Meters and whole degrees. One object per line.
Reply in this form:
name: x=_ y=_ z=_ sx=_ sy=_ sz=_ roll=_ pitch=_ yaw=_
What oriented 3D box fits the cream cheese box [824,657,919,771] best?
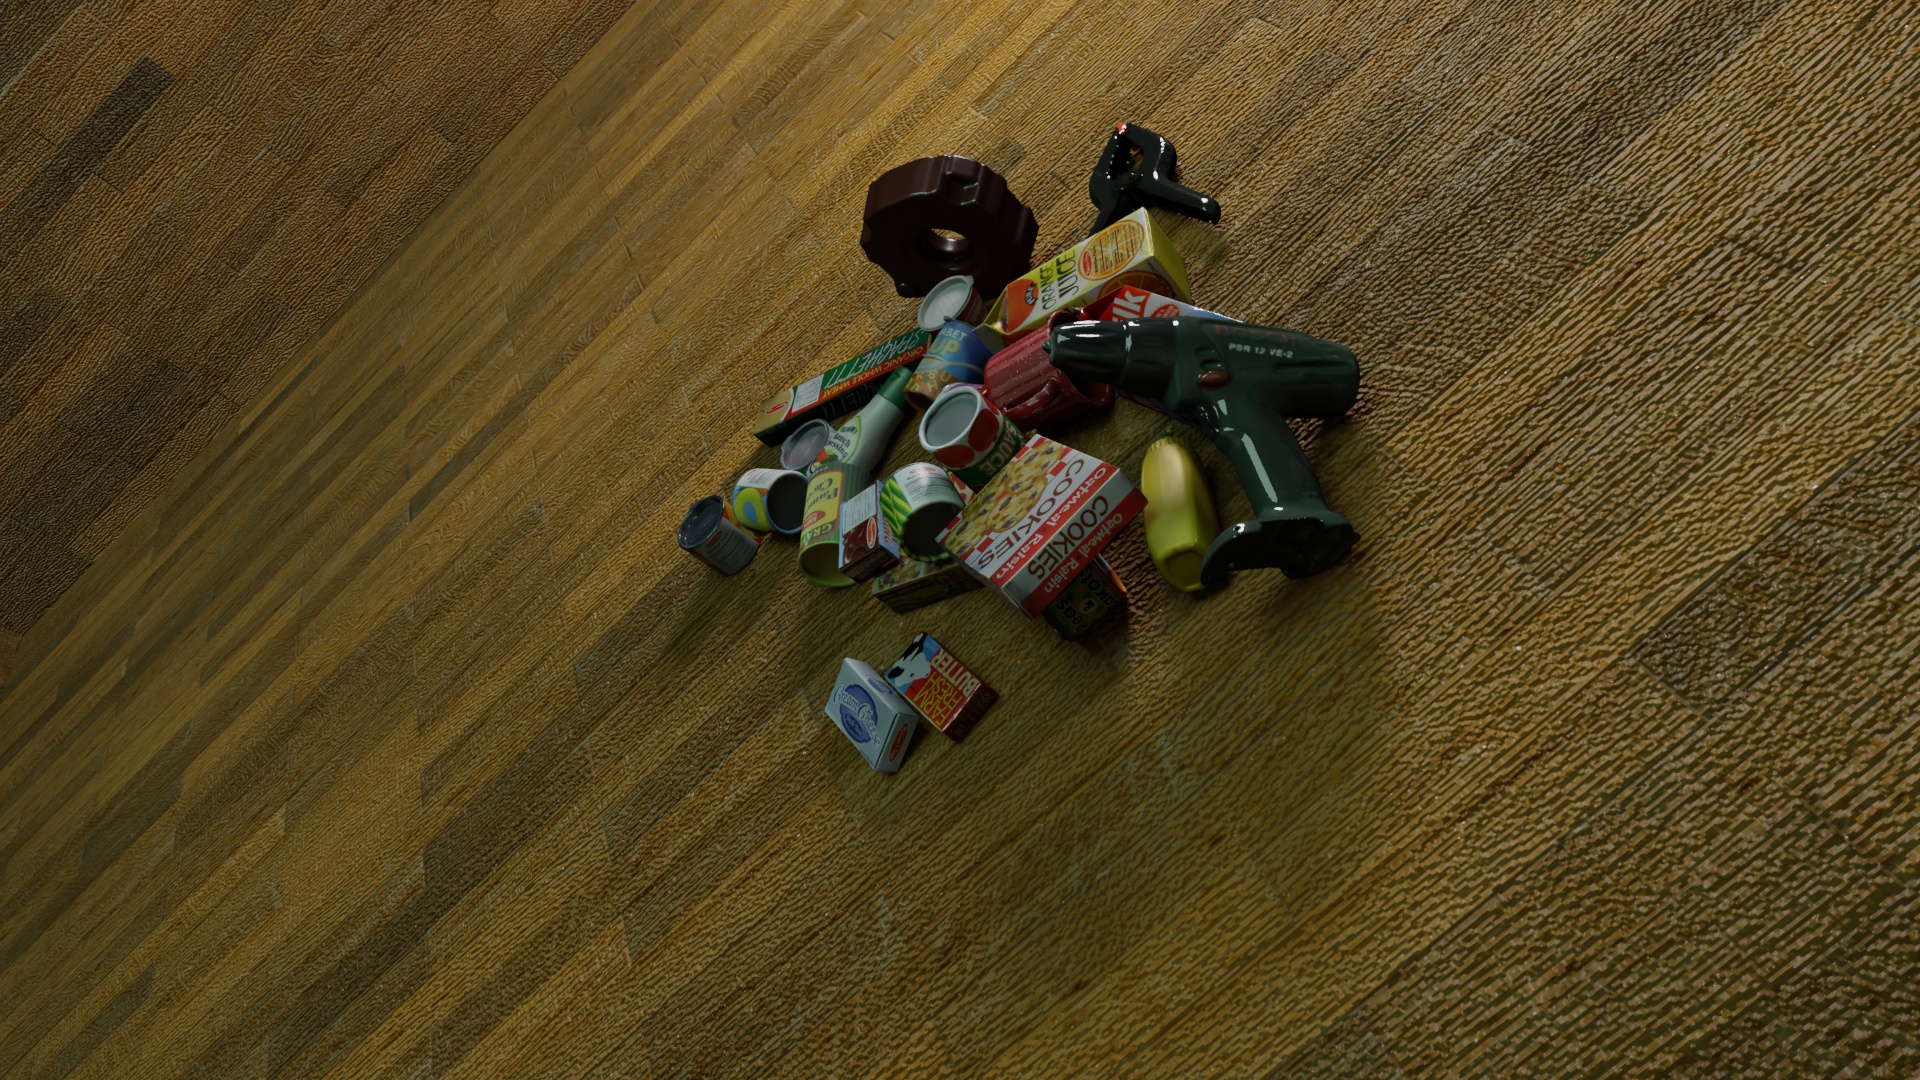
cream cheese box: x=-0.076 y=0.144 z=1.157 sx=0.104 sy=0.024 sz=0.053 roll=38 pitch=109 yaw=53

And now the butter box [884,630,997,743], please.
butter box: x=-0.017 y=0.119 z=1.135 sx=0.053 sy=0.024 sz=0.104 roll=-51 pitch=37 yaw=-3

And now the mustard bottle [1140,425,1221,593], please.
mustard bottle: x=0.166 y=-0.033 z=1.060 sx=0.048 sy=0.065 sz=0.161 roll=-24 pitch=38 yaw=21

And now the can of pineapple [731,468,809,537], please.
can of pineapple: x=-0.188 y=-0.038 z=1.407 sx=0.058 sy=0.071 sz=0.071 roll=6 pitch=63 yaw=47

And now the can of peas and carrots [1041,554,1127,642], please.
can of peas and carrots: x=0.087 y=0.036 z=1.070 sx=0.058 sy=0.071 sz=0.071 roll=-41 pitch=38 yaw=9

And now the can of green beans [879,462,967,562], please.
can of green beans: x=-0.029 y=-0.023 z=1.170 sx=0.071 sy=0.071 sz=0.058 roll=-42 pitch=39 yaw=9

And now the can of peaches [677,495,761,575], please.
can of peaches: x=-0.251 y=-0.006 z=1.445 sx=0.071 sy=0.058 sz=0.071 roll=-27 pitch=43 yaw=27

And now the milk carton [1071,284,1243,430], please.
milk carton: x=0.167 y=-0.154 z=1.152 sx=0.073 sy=0.072 sz=0.191 roll=-52 pitch=37 yaw=-4

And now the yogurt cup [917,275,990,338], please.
yogurt cup: x=-0.002 y=-0.223 z=1.392 sx=0.072 sy=0.054 sz=0.073 roll=-26 pitch=43 yaw=27

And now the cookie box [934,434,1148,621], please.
cookie box: x=0.058 y=-0.014 z=1.065 sx=0.123 sy=0.040 sz=0.167 roll=-46 pitch=22 yaw=-4

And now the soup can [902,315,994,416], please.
soup can: x=-0.009 y=-0.161 z=1.332 sx=0.071 sy=0.071 sz=0.084 roll=16 pitch=70 yaw=50

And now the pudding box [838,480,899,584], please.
pudding box: x=-0.082 y=-0.007 z=1.240 sx=0.049 sy=0.030 sz=0.084 roll=-31 pitch=40 yaw=26

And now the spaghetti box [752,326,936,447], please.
spaghetti box: x=-0.120 y=-0.164 z=1.477 sx=0.249 sy=0.028 sz=0.050 roll=-20 pitch=46 yaw=32

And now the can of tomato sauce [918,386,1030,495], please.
can of tomato sauce: x=0.017 y=-0.079 z=1.159 sx=0.071 sy=0.083 sz=0.071 roll=-26 pitch=43 yaw=28

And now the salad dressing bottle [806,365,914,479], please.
salad dressing bottle: x=-0.092 y=-0.108 z=1.390 sx=0.148 sy=0.044 sz=0.064 roll=-52 pitch=36 yaw=-5

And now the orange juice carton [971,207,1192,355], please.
orange juice carton: x=0.107 y=-0.213 z=1.263 sx=0.192 sy=0.071 sz=0.073 roll=-26 pitch=43 yaw=26

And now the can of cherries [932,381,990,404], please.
can of cherries: x=0.014 y=-0.108 z=1.267 sx=0.058 sy=0.071 sz=0.071 roll=13 pitch=68 yaw=48

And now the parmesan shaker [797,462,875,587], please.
parmesan shaker: x=-0.118 y=-0.015 z=1.317 sx=0.071 sy=0.071 sz=0.103 roll=-25 pitch=43 yaw=28

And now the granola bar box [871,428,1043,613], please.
granola bar box: x=0.004 y=-0.015 z=1.219 sx=0.165 sy=0.039 sz=0.125 roll=-20 pitch=47 yaw=33

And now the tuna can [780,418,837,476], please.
tuna can: x=-0.153 y=-0.091 z=1.444 sx=0.071 sy=0.032 sz=0.071 roll=-26 pitch=43 yaw=27
